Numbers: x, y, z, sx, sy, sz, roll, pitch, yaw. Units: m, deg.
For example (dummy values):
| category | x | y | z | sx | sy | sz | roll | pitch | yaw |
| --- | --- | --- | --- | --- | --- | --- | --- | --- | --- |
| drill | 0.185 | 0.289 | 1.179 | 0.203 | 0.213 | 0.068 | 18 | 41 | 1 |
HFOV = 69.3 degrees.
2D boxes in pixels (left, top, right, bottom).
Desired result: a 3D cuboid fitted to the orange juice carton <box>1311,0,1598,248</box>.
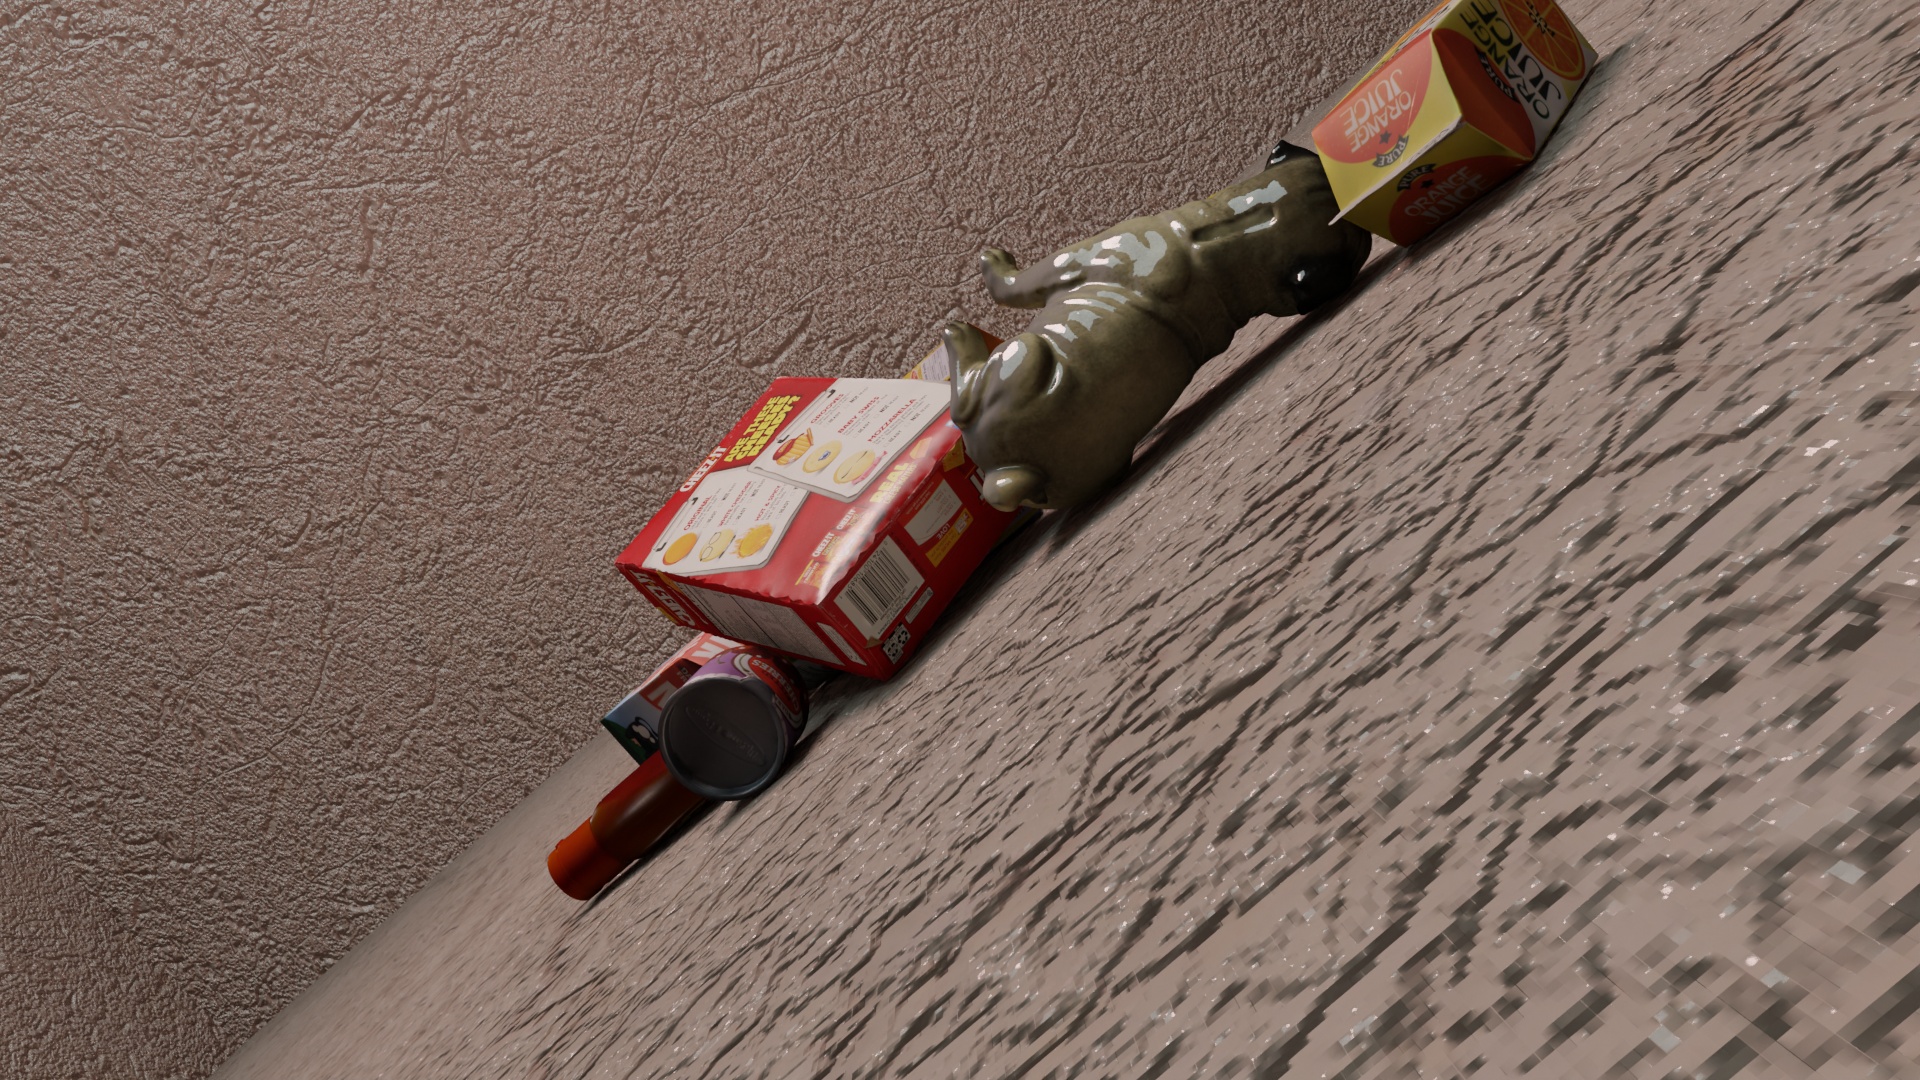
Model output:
| category | x | y | z | sx | sy | sz | roll | pitch | yaw |
| --- | --- | --- | --- | --- | --- | --- | --- | --- | --- |
| orange juice carton | 0.229 | -0.204 | 0.651 | 0.071 | 0.073 | 0.194 | -35 | 9 | 47 |

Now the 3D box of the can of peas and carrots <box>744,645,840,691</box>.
| category | x | y | z | sx | sy | sz | roll | pitch | yaw |
| --- | --- | --- | --- | --- | --- | --- | --- | --- | --- |
| can of peas and carrots | -0.094 | 0.052 | 0.862 | 0.058 | 0.071 | 0.071 | -36 | 7 | 46 |

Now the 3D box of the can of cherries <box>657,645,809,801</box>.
| category | x | y | z | sx | sy | sz | roll | pitch | yaw |
| --- | --- | --- | --- | --- | --- | --- | --- | --- | --- |
| can of cherries | -0.114 | 0.092 | 0.721 | 0.071 | 0.071 | 0.058 | -40 | 4 | 13 |

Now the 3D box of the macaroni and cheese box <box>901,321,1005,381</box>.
| category | x | y | z | sx | sy | sz | roll | pitch | yaw |
| --- | --- | --- | --- | --- | --- | --- | --- | --- | --- |
| macaroni and cheese box | -0.003 | -0.086 | 1.082 | 0.166 | 0.123 | 0.040 | -38 | 47 | 33 |

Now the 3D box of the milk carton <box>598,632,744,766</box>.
| category | x | y | z | sx | sy | sz | roll | pitch | yaw |
| --- | --- | --- | --- | --- | --- | --- | --- | --- | --- |
| milk carton | -0.167 | 0.102 | 0.952 | 0.189 | 0.073 | 0.073 | -35 | 9 | 47 |

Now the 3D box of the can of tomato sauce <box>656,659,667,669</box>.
| category | x | y | z | sx | sy | sz | roll | pitch | yaw |
| --- | --- | --- | --- | --- | --- | --- | --- | --- | --- |
| can of tomato sauce | -0.218 | 0.119 | 1.178 | 0.071 | 0.071 | 0.083 | -40 | 5 | 15 |

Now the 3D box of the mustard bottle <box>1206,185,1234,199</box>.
| category | x | y | z | sx | sy | sz | roll | pitch | yaw |
| --- | --- | --- | --- | --- | --- | --- | --- | --- | --- |
| mustard bottle | 0.170 | -0.195 | 1.047 | 0.160 | 0.065 | 0.048 | -48 | 1 | -11 |

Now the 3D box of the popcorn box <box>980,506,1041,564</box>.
| category | x | y | z | sx | sy | sz | roll | pitch | yaw |
| --- | --- | --- | --- | --- | --- | --- | --- | --- | --- |
| popcorn box | 0.003 | -0.011 | 0.858 | 0.085 | 0.038 | 0.127 | -41 | 6 | 5 |

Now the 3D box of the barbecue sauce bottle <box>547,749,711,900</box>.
| category | x | y | z | sx | sy | sz | roll | pitch | yaw |
| --- | --- | --- | --- | --- | --- | --- | --- | --- | --- |
| barbecue sauce bottle | -0.175 | 0.149 | 0.805 | 0.148 | 0.043 | 0.065 | -41 | 5 | 9 |
